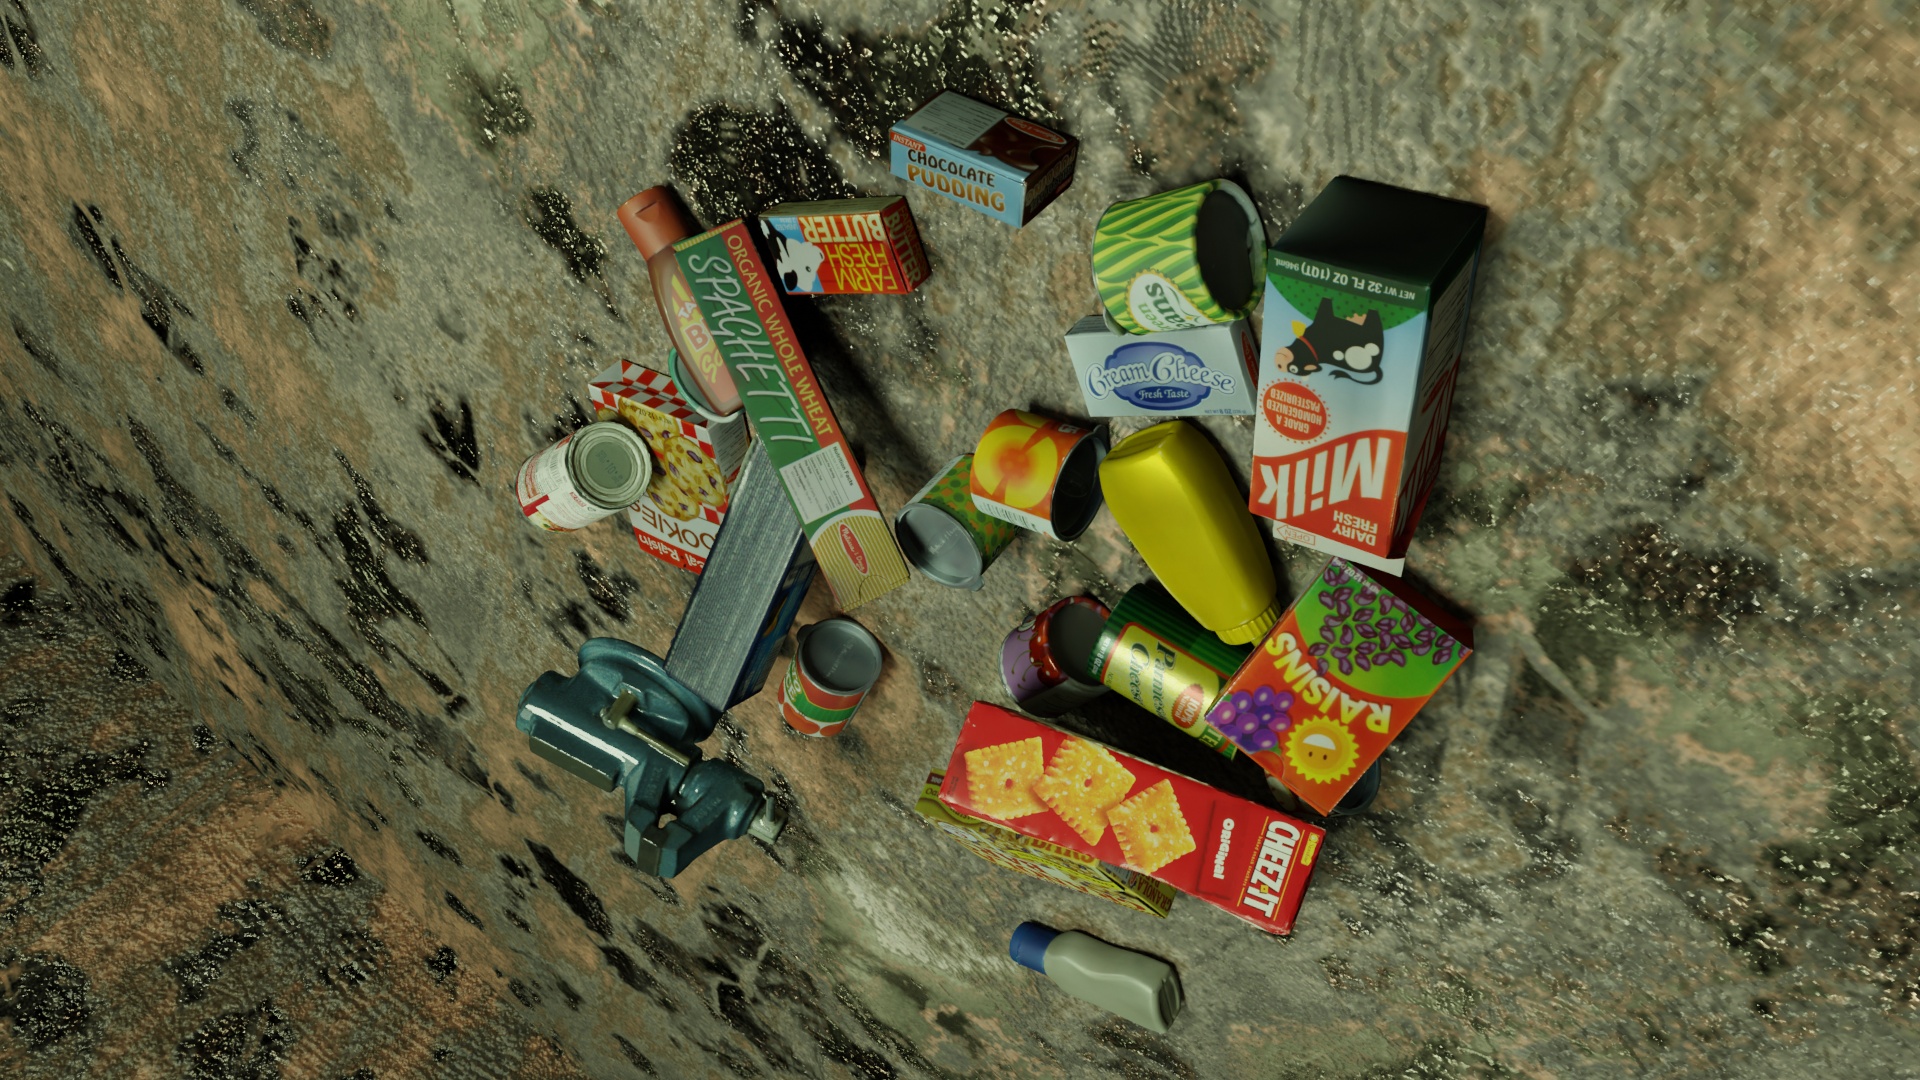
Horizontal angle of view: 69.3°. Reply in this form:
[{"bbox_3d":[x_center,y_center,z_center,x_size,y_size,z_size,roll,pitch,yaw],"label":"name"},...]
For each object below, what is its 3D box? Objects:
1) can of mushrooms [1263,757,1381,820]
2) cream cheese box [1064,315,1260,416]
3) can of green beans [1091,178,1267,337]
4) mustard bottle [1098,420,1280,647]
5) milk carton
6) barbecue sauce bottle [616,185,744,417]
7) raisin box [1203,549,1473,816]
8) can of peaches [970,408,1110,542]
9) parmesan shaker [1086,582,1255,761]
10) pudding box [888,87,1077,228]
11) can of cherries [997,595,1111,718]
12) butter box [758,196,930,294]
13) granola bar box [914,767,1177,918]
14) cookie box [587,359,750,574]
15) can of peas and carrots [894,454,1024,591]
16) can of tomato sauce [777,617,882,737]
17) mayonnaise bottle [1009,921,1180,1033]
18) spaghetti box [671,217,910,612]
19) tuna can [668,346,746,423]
[{"bbox_3d":[0.211,0.129,0.817,0.071,0.071,0.033,50,144,-8],"label":"can of mushrooms"},{"bbox_3d":[0.108,-0.093,0.734,0.104,0.024,0.053,3,126,41],"label":"cream cheese box"},{"bbox_3d":[0.105,-0.134,0.661,0.058,0.071,0.071,-2,124,43],"label":"can of green beans"},{"bbox_3d":[0.140,0.009,0.783,0.065,0.049,0.160,-14,116,46],"label":"mustard bottle"},{"bbox_3d":[0.185,-0.063,0.650,0.072,0.074,0.189,20,138,28],"label":"milk carton"},{"bbox_3d":[-0.168,-0.157,0.902,0.148,0.065,0.043,59,175,-5],"label":"barbecue sauce bottle"},{"bbox_3d":[0.202,0.074,0.749,0.086,0.040,0.123,37,113,8],"label":"raisin box"},{"bbox_3d":[0.047,-0.041,0.809,0.058,0.071,0.071,19,137,30],"label":"can of peaches"},{"bbox_3d":[0.135,0.081,0.841,0.103,0.072,0.071,29,141,19],"label":"parmesan shaker"},{"bbox_3d":[0.010,-0.195,0.704,0.084,0.050,0.030,27,142,21],"label":"pudding box"},{"bbox_3d":[0.066,0.073,0.902,0.071,0.072,0.058,46,143,-4],"label":"can of cherries"},{"bbox_3d":[-0.070,-0.174,0.821,0.103,0.024,0.053,8,130,38],"label":"butter box"},{"bbox_3d":[0.065,0.226,1.035,0.165,0.039,0.124,8,156,38],"label":"granola bar box"},{"bbox_3d":[-0.210,-0.045,1.065,0.123,0.040,0.166,21,138,28],"label":"cookie box"},{"bbox_3d":[0.003,-0.011,0.883,0.071,0.059,0.070,25,140,23],"label":"can of peas and carrots"},{"bbox_3d":[-0.106,0.109,1.094,0.071,0.071,0.082,39,144,6],"label":"can of tomato sauce"},{"bbox_3d":[0.110,0.358,1.160,0.148,0.041,0.064,12,131,37],"label":"mayonnaise bottle"},{"bbox_3d":[-0.105,-0.078,0.869,0.028,0.050,0.250,174,71,-85],"label":"spaghetti box"},{"bbox_3d":[-0.168,-0.118,0.960,0.071,0.033,0.070,25,140,23],"label":"tuna can"}]
